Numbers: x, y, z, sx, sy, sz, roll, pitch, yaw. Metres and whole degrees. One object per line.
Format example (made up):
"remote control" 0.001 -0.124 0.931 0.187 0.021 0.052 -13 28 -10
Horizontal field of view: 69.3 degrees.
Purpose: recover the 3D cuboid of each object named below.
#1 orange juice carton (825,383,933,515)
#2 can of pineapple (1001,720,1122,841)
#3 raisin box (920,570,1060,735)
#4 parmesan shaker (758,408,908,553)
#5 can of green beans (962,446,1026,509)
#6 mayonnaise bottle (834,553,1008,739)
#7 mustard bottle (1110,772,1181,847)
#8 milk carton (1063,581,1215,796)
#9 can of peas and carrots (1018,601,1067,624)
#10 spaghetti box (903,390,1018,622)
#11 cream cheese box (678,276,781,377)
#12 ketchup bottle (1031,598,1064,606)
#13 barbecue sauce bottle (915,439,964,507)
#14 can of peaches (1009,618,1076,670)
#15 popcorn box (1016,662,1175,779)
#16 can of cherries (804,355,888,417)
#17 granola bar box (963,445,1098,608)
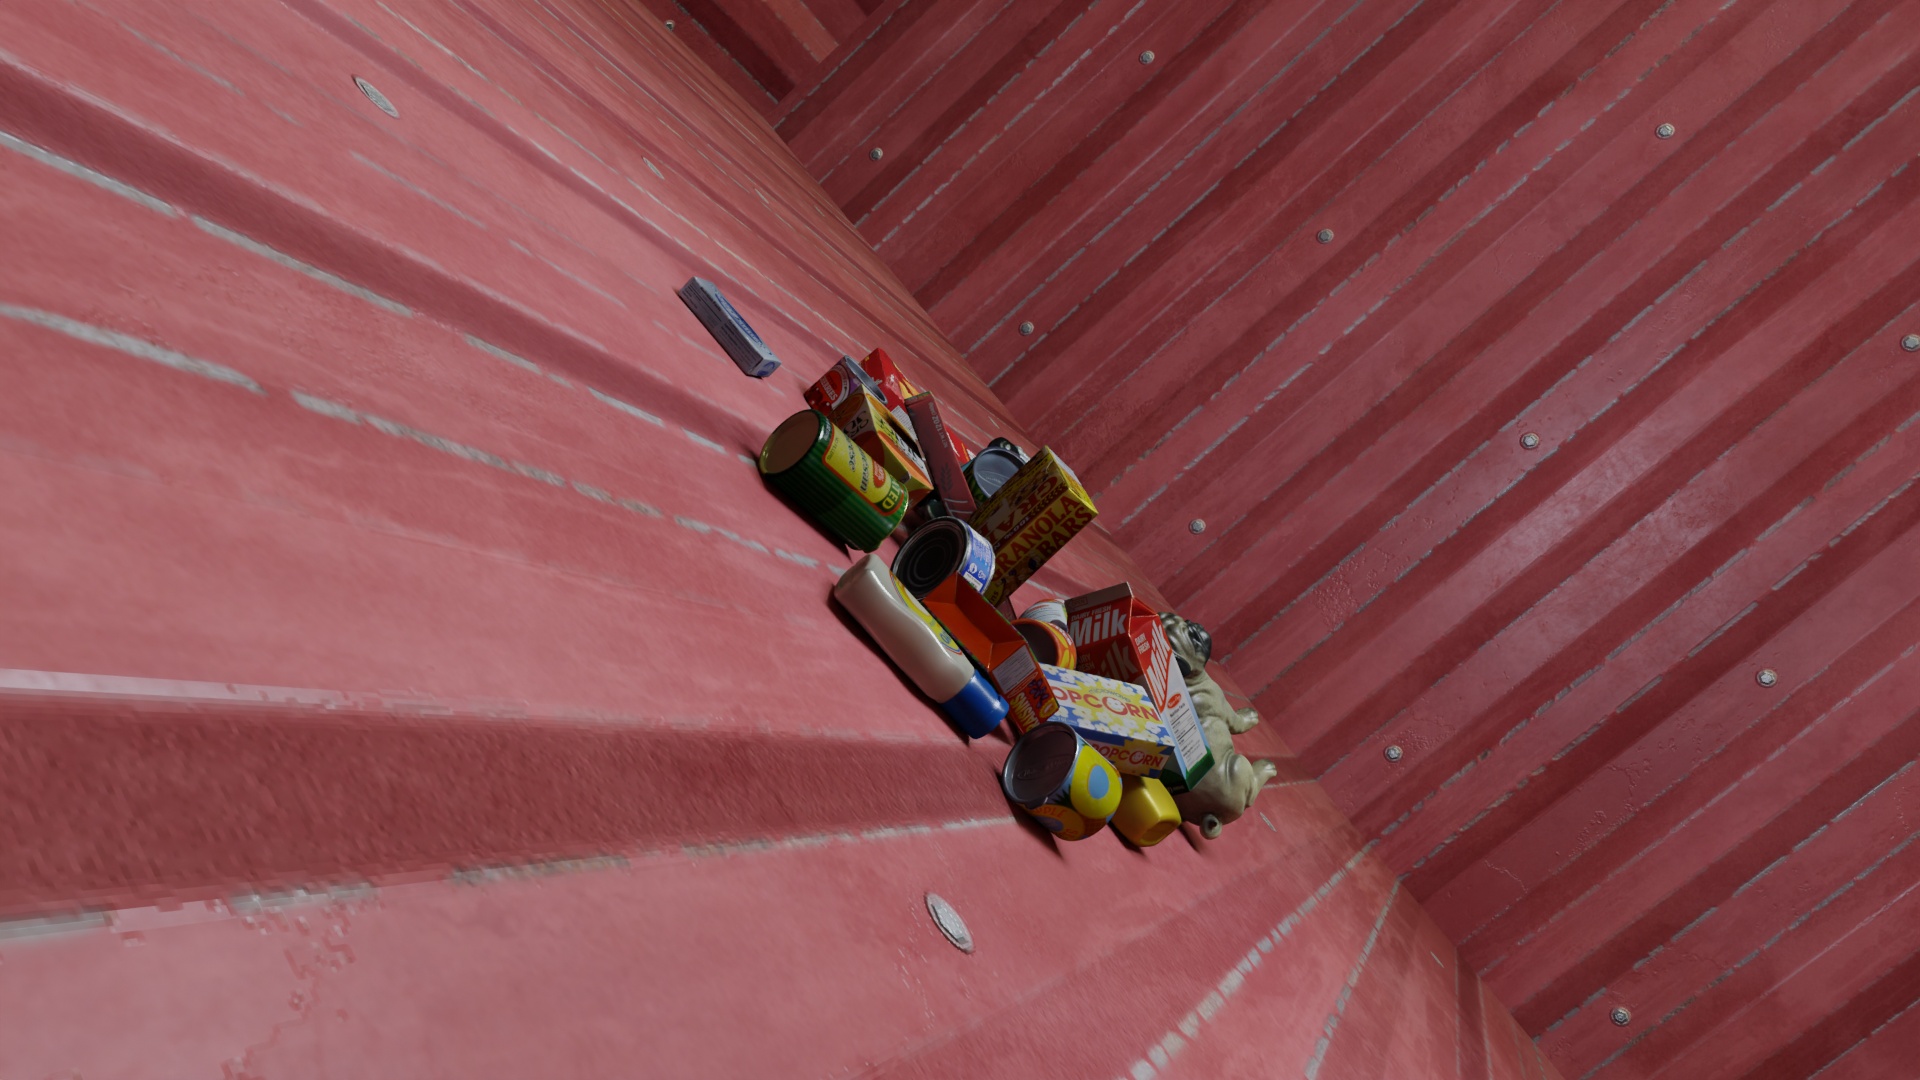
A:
"orange juice carton" -0.079 -0.064 1.216 0.073 0.071 0.193 44 10 -22
"can of pineapple" 0.071 0.172 0.979 0.057 0.071 0.071 44 10 -31
"raisin box" 0.025 0.088 1.057 0.086 0.040 0.123 43 -11 33
"parmesan shaker" -0.098 -0.045 1.075 0.103 0.071 0.071 42 11 -37
"can of green beans" 0.029 -0.047 1.324 0.071 0.057 0.071 14 55 -22
"mayonnaise bottle" -0.027 0.076 0.981 0.148 0.041 0.065 48 6 -10
"mustard bottle" 0.126 0.191 1.204 0.065 0.048 0.161 28 21 -53
"milk carton" 0.156 0.134 1.259 0.074 0.072 0.190 -23 93 -58
"can of peas and carrots" 0.089 0.102 1.344 0.071 0.071 0.059 47 10 -15
"spaghetti box" 0.005 -0.016 1.273 0.050 0.029 0.249 -108 177 -77
"cream cheese box" -0.213 -0.196 1.285 0.104 0.024 0.053 49 10 5
"ketchup bottle" 0.102 0.092 1.519 0.065 0.043 0.149 49 8 1
"barbecue sauce bottle" -0.056 -0.079 1.432 0.148 0.064 0.044 30 31 -39
"can of peaches" 0.064 0.100 1.219 0.071 0.071 0.058 52 10 17
"popcorn box" 0.105 0.148 1.152 0.127 0.038 0.085 15 25 -22
"can of cherries" -0.119 -0.147 1.421 0.071 0.058 0.071 48 9 -10
"granola bar box" 0.034 0.002 1.185 0.039 0.165 0.124 44 10 -18
